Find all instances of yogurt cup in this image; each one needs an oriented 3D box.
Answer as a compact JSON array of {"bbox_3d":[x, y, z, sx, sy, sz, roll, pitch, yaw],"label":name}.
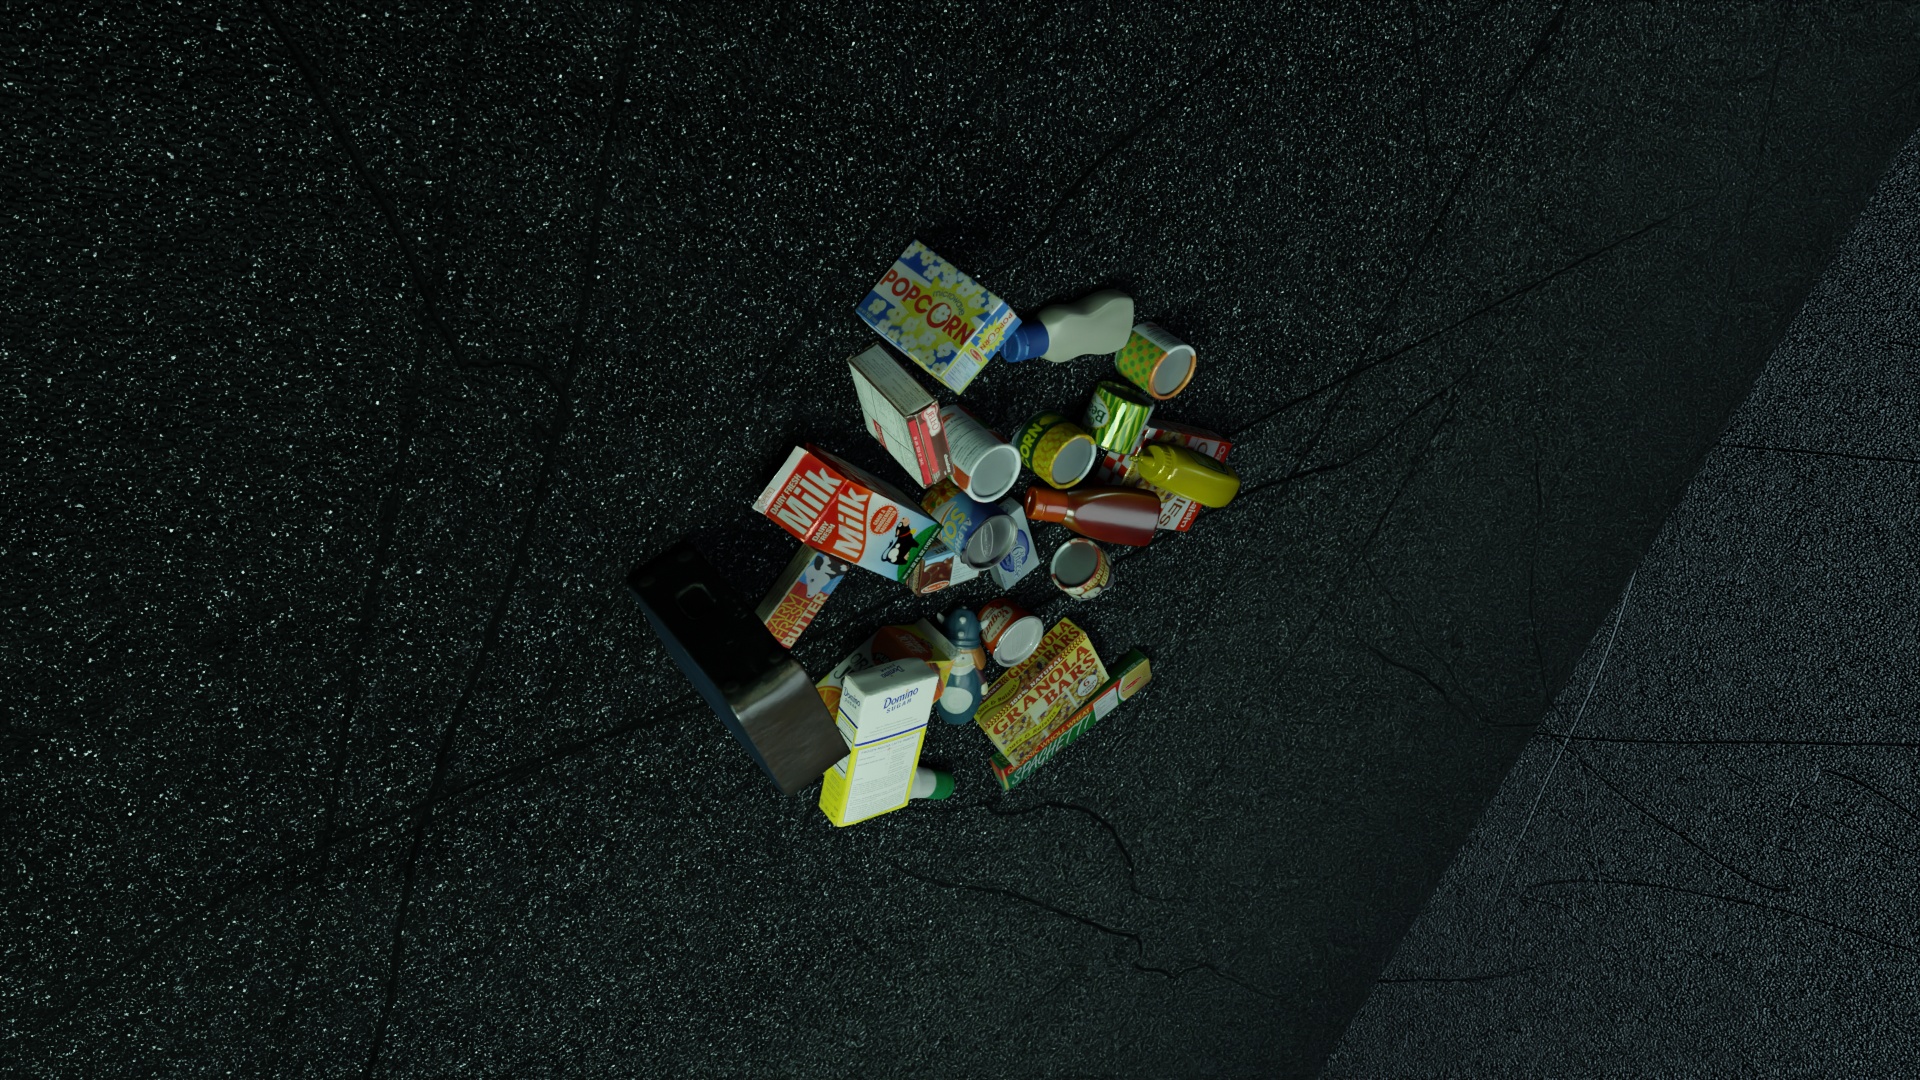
[{"bbox_3d":[0.052,0.102,1.579,0.073,0.054,0.072,-25,136,-27],"label":"yogurt cup"}]

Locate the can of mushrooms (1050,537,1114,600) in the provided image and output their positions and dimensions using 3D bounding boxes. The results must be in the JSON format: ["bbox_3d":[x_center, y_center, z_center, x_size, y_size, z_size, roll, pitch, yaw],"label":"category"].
[{"bbox_3d":[0.140,0.033,1.593,0.071,0.071,0.033,-51,140,2],"label":"can of mushrooms"}]

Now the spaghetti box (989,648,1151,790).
[{"bbox_3d":[0.144,0.230,1.793,0.251,0.029,0.050,-35,140,-18],"label":"spaghetti box"}]

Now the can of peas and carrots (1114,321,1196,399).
[{"bbox_3d":[0.208,-0.189,1.483,0.071,0.059,0.070,-25,136,-27],"label":"can of peas and carrots"}]

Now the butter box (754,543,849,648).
[{"bbox_3d":[-0.159,0.054,1.360,0.103,0.024,0.053,-54,141,5],"label":"butter box"}]

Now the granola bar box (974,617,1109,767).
[{"bbox_3d":[0.097,0.186,1.704,0.166,0.039,0.123,-42,142,-8],"label":"granola bar box"}]

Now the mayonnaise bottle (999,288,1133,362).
[{"bbox_3d":[0.105,-0.209,1.384,0.148,0.041,0.064,-17,130,-32],"label":"mayonnaise bottle"}]

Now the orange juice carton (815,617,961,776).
[{"bbox_3d":[-0.091,0.163,1.479,0.193,0.072,0.072,-41,142,-10],"label":"orange juice carton"}]

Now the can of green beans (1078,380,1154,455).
[{"bbox_3d":[0.166,-0.132,1.485,0.071,0.071,0.057,1,120,-44],"label":"can of green beans"}]

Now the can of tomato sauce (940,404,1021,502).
[{"bbox_3d":[0.010,-0.084,1.360,0.071,0.083,0.070,-25,136,-27],"label":"can of tomato sauce"}]

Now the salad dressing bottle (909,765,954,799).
[{"bbox_3d":[-0.065,0.281,1.625,0.147,0.044,0.064,19,105,-51],"label":"salad dressing bottle"}]

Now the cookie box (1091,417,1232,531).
[{"bbox_3d":[0.231,-0.076,1.614,0.168,0.040,0.122,6,117,-46],"label":"cookie box"}]

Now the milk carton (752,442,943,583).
[{"bbox_3d":[-0.110,-0.029,1.299,0.072,0.073,0.190,-54,141,7],"label":"milk carton"}]

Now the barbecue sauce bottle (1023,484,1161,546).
[{"bbox_3d":[0.144,-0.033,1.524,0.149,0.044,0.064,7,110,-21],"label":"barbecue sauce bottle"}]

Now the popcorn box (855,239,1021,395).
[{"bbox_3d":[-0.021,-0.195,1.203,0.085,0.127,0.038,-49,146,1],"label":"popcorn box"}]

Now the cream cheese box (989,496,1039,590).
[{"bbox_3d":[0.051,0.004,1.521,0.053,0.024,0.103,-38,141,-15],"label":"cream cheese box"}]

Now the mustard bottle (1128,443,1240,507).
[{"bbox_3d":[0.243,-0.077,1.543,0.160,0.065,0.048,12,116,-43],"label":"mustard bottle"}]

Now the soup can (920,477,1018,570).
[{"bbox_3d":[0.005,-0.018,1.410,0.071,0.084,0.071,-25,136,-27],"label":"soup can"}]

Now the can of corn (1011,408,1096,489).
[{"bbox_3d":[0.098,-0.095,1.455,0.071,0.058,0.070,-25,136,-27],"label":"can of corn"}]

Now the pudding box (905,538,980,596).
[{"bbox_3d":[-0.016,0.022,1.467,0.084,0.030,0.049,-18,133,-33],"label":"pudding box"}]
